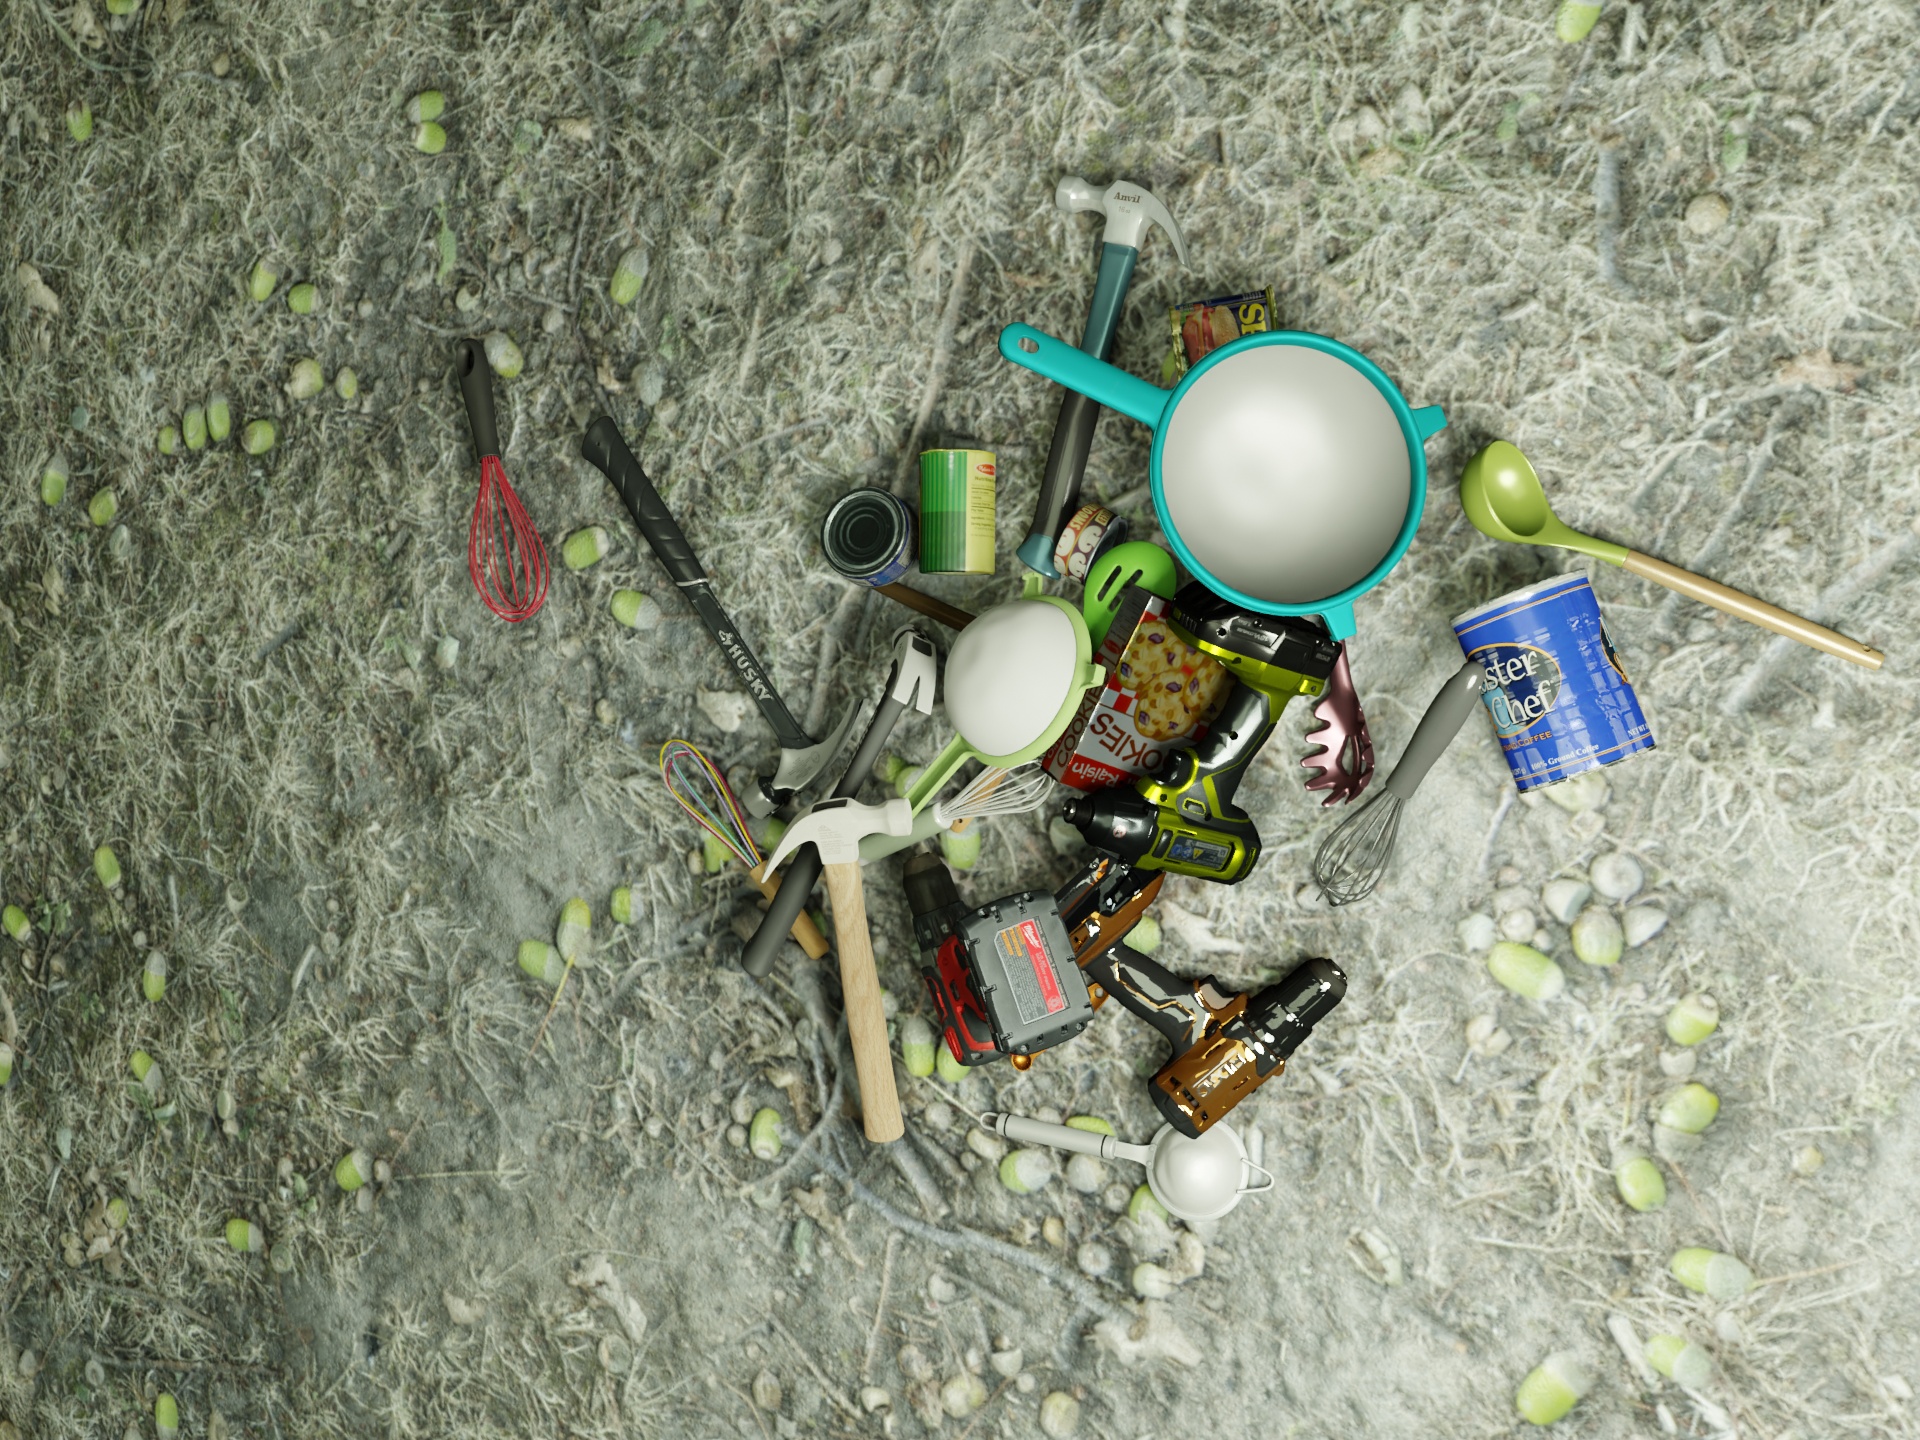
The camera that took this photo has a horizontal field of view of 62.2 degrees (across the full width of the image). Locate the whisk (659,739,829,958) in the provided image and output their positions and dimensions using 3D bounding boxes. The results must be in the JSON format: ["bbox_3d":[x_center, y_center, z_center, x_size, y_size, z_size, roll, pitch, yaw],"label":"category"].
[{"bbox_3d":[-0.201,0.119,1.468,0.047,0.051,0.245,-37,83,2],"label":"whisk"}]

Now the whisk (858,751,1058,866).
[{"bbox_3d":[-0.009,0.078,1.369,0.246,0.057,0.059,-27,55,34],"label":"whisk"}]

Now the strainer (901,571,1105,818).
[{"bbox_3d":[-0.002,-0.004,1.309,0.256,0.069,0.152,-49,41,19],"label":"strainer"}]

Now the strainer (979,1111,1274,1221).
[{"bbox_3d":[0.133,0.363,1.341,0.258,0.050,0.087,6,78,25],"label":"strainer"}]

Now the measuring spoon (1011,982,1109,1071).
[{"bbox_3d":[0.089,0.262,1.373,0.117,0.011,0.021,-44,76,14],"label":"measuring spoon"}]

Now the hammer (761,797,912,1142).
[{"bbox_3d":[-0.089,0.220,1.367,0.130,0.031,0.331,-4,112,6],"label":"hammer"}]

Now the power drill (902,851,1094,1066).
[{"bbox_3d":[0.016,0.189,1.302,0.080,0.226,0.188,-18,84,-18],"label":"power drill"}]

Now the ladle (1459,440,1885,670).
[{"bbox_3d":[0.518,-0.117,1.164,0.320,0.078,0.062,26,144,15],"label":"ladle"}]

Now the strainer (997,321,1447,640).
[{"bbox_3d":[0.179,-0.208,1.203,0.340,0.095,0.211,25,86,-5],"label":"strainer"}]

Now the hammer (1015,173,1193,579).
[{"bbox_3d":[0.105,-0.284,1.337,0.128,0.033,0.331,17,98,22],"label":"hammer"}]

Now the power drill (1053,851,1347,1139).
[{"bbox_3d":[0.183,0.200,1.296,0.185,0.084,0.226,-44,80,14],"label":"power drill"}]

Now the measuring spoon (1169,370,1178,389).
[{"bbox_3d":[0.192,-0.234,1.310,0.034,0.018,0.124,-6,89,22],"label":"measuring spoon"}]

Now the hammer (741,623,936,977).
[{"bbox_3d":[-0.108,0.080,1.379,0.035,0.146,0.334,25,104,-13],"label":"hammer"}]

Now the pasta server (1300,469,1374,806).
[{"bbox_3d":[0.291,-0.091,1.265,0.060,0.040,0.316,-9,86,49],"label":"pasta server"}]

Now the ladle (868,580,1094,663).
[{"bbox_3d":[0.045,-0.067,1.372,0.315,0.031,0.069,25,101,21],"label":"ladle"}]

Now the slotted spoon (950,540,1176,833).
[{"bbox_3d":[0.075,-0.019,1.334,0.070,0.031,0.313,40,116,11],"label":"slotted spoon"}]

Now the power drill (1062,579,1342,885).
[{"bbox_3d":[0.186,0.014,1.236,0.223,0.171,0.080,-68,28,15],"label":"power drill"}]

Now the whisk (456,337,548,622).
[{"bbox_3d":[-0.458,-0.237,1.556,0.073,0.073,0.296,-17,79,22],"label":"whisk"}]

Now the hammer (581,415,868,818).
[{"bbox_3d":[-0.236,-0.116,1.479,0.149,0.036,0.409,-37,78,18],"label":"hammer"}]

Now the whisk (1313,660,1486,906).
[{"bbox_3d":[0.332,0.052,1.209,0.055,0.055,0.238,35,123,17],"label":"whisk"}]
